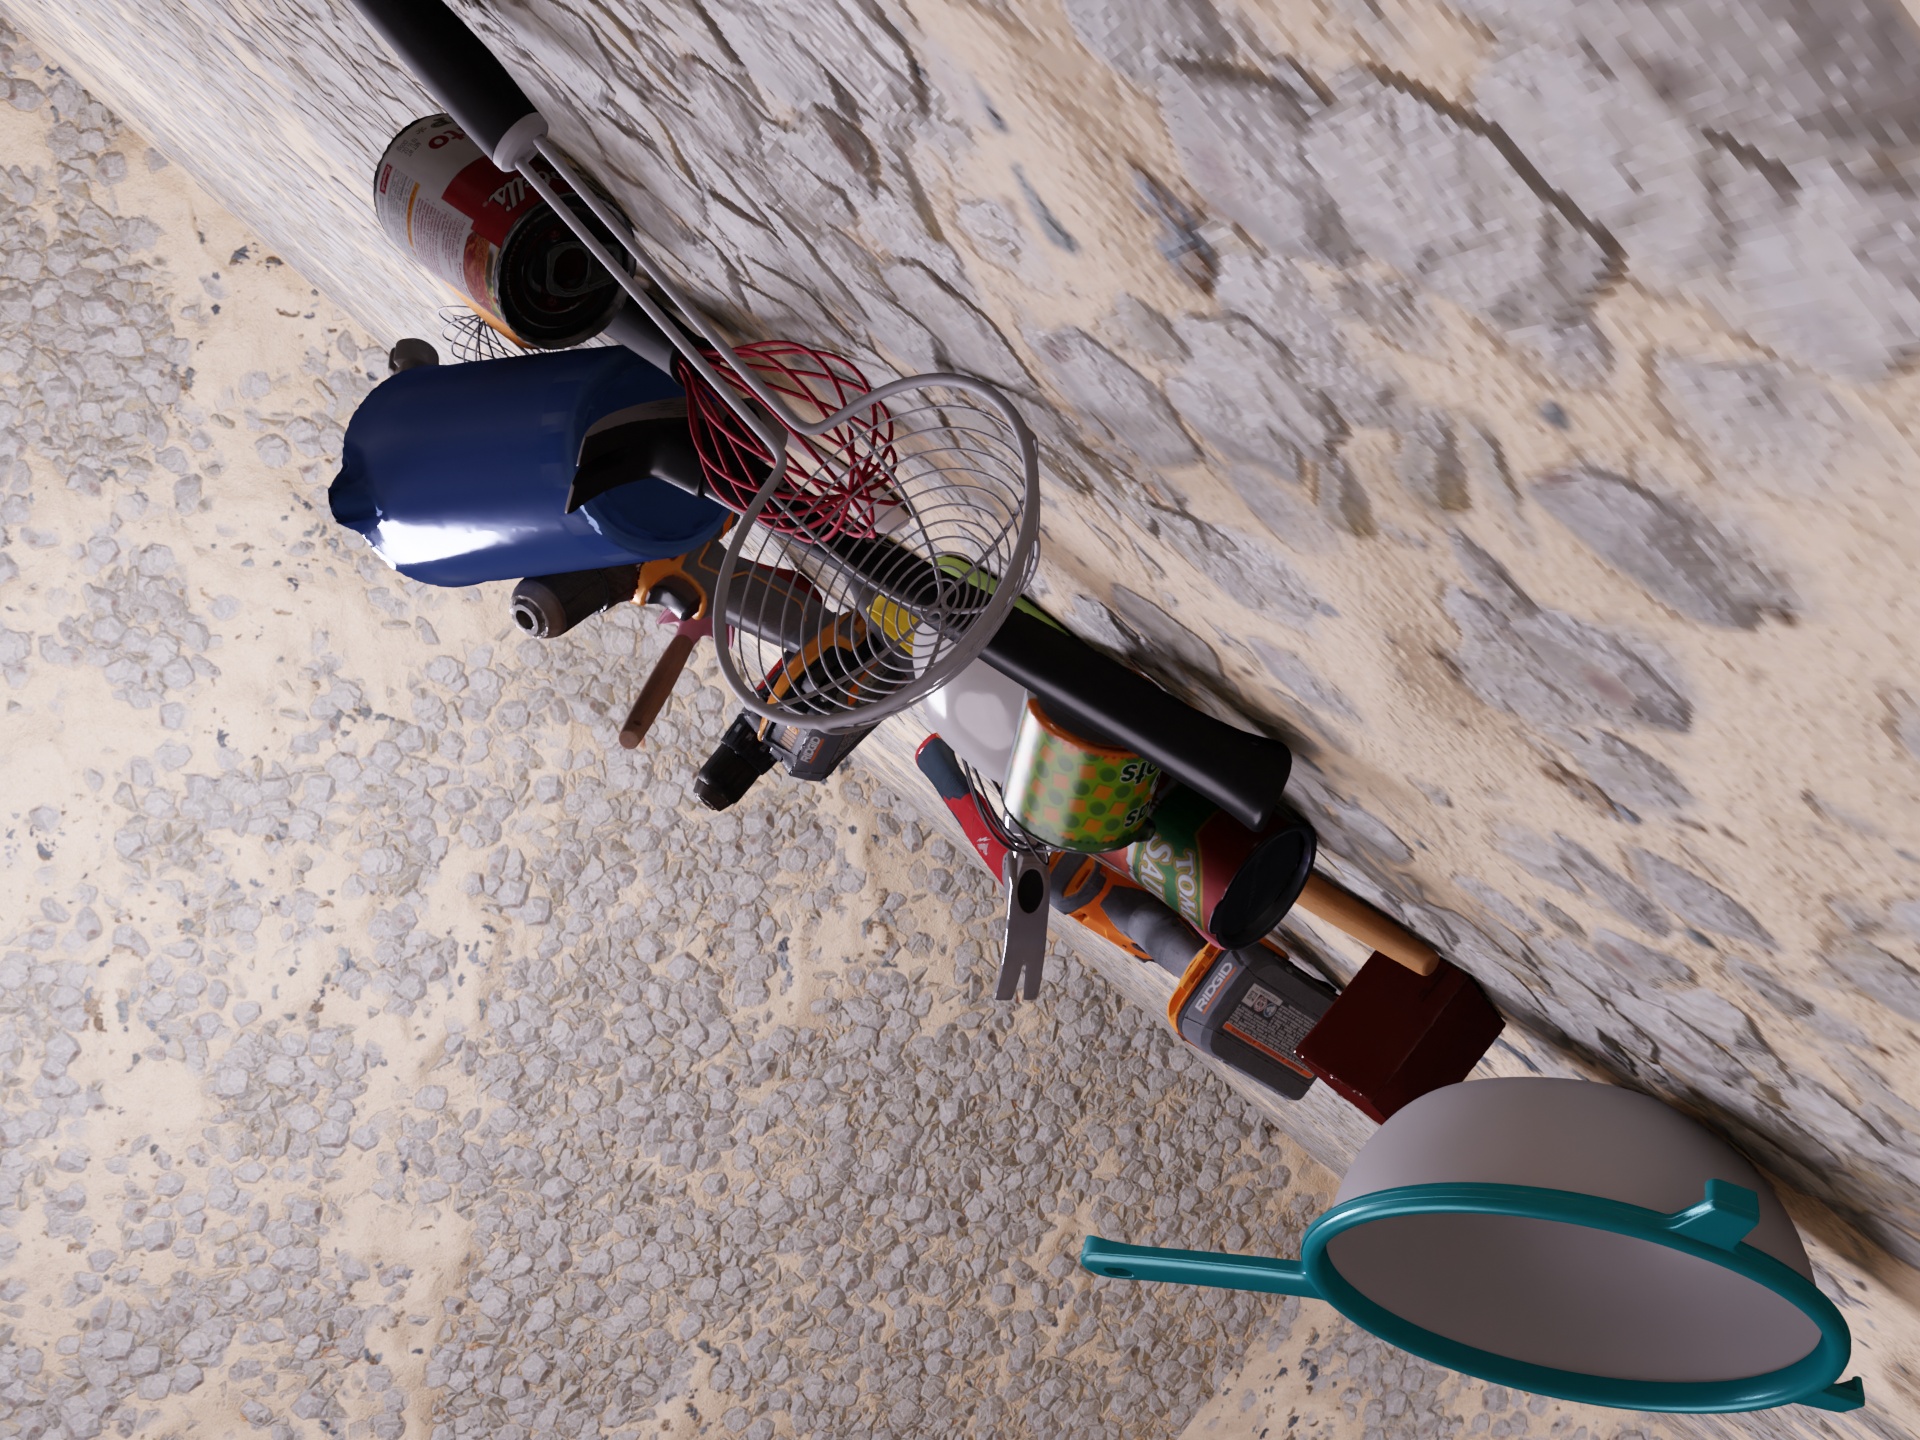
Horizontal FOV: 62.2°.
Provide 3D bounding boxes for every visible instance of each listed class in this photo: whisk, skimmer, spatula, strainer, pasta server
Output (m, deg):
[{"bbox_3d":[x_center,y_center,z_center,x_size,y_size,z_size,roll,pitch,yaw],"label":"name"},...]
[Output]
[{"bbox_3d":[-0.283,-0.240,1.083,0.070,0.070,0.284,40,179,1],"label":"whisk"},{"bbox_3d":[-0.115,-0.152,0.516,0.363,0.127,0.090,48,-169,4],"label":"skimmer"},{"bbox_3d":[-0.002,-0.002,0.993,0.238,0.055,0.055,55,169,-21],"label":"whisk"},{"bbox_3d":[-0.105,-0.146,0.671,0.073,0.073,0.296,46,177,-42],"label":"whisk"},{"bbox_3d":[0.115,0.058,0.846,0.081,0.041,0.323,13,-166,-45],"label":"spatula"},{"bbox_3d":[0.208,0.220,0.718,0.340,0.095,0.210,-9,136,37],"label":"strainer"},{"bbox_3d":[-0.199,-0.037,1.098,0.060,0.040,0.316,19,-161,-7],"label":"pasta server"},{"bbox_3d":[-0.014,-0.035,0.820,0.257,0.069,0.151,35,172,30],"label":"strainer"}]

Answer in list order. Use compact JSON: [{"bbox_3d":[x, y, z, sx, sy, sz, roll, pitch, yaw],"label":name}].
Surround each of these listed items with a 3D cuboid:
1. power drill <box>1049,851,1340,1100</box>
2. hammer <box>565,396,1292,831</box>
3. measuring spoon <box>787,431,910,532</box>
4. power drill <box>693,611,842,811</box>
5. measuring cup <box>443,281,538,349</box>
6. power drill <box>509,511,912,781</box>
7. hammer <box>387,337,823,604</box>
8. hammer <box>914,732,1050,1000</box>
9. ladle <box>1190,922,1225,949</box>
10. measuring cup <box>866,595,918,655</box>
[{"bbox_3d":[0.169,0.169,1.114,0.164,0.084,0.227,34,-178,-33],"label":"power drill"},{"bbox_3d":[-0.013,-0.050,0.658,0.335,0.035,0.146,32,-152,21],"label":"hammer"},{"bbox_3d":[-0.072,-0.123,0.782,0.124,0.018,0.034,37,173,33],"label":"measuring spoon"},{"bbox_3d":[-0.141,-0.002,1.298,0.080,0.188,0.227,41,170,-11],"label":"power drill"},{"bbox_3d":[-0.245,-0.235,0.869,0.095,0.052,0.173,41,172,-8],"label":"measuring cup"},{"bbox_3d":[-0.154,-0.061,1.010,0.226,0.185,0.084,38,136,6],"label":"power drill"},{"bbox_3d":[-0.238,-0.130,1.109,0.358,0.036,0.149,24,-136,-42],"label":"hammer"},{"bbox_3d":[0.011,0.093,1.295,0.038,0.143,0.386,2,-168,-12],"label":"hammer"},{"bbox_3d":[0.065,0.035,1.043,0.316,0.031,0.069,40,156,22],"label":"ladle"},{"bbox_3d":[0.011,-0.032,0.902,0.157,0.029,0.062,34,171,29],"label":"measuring cup"}]
